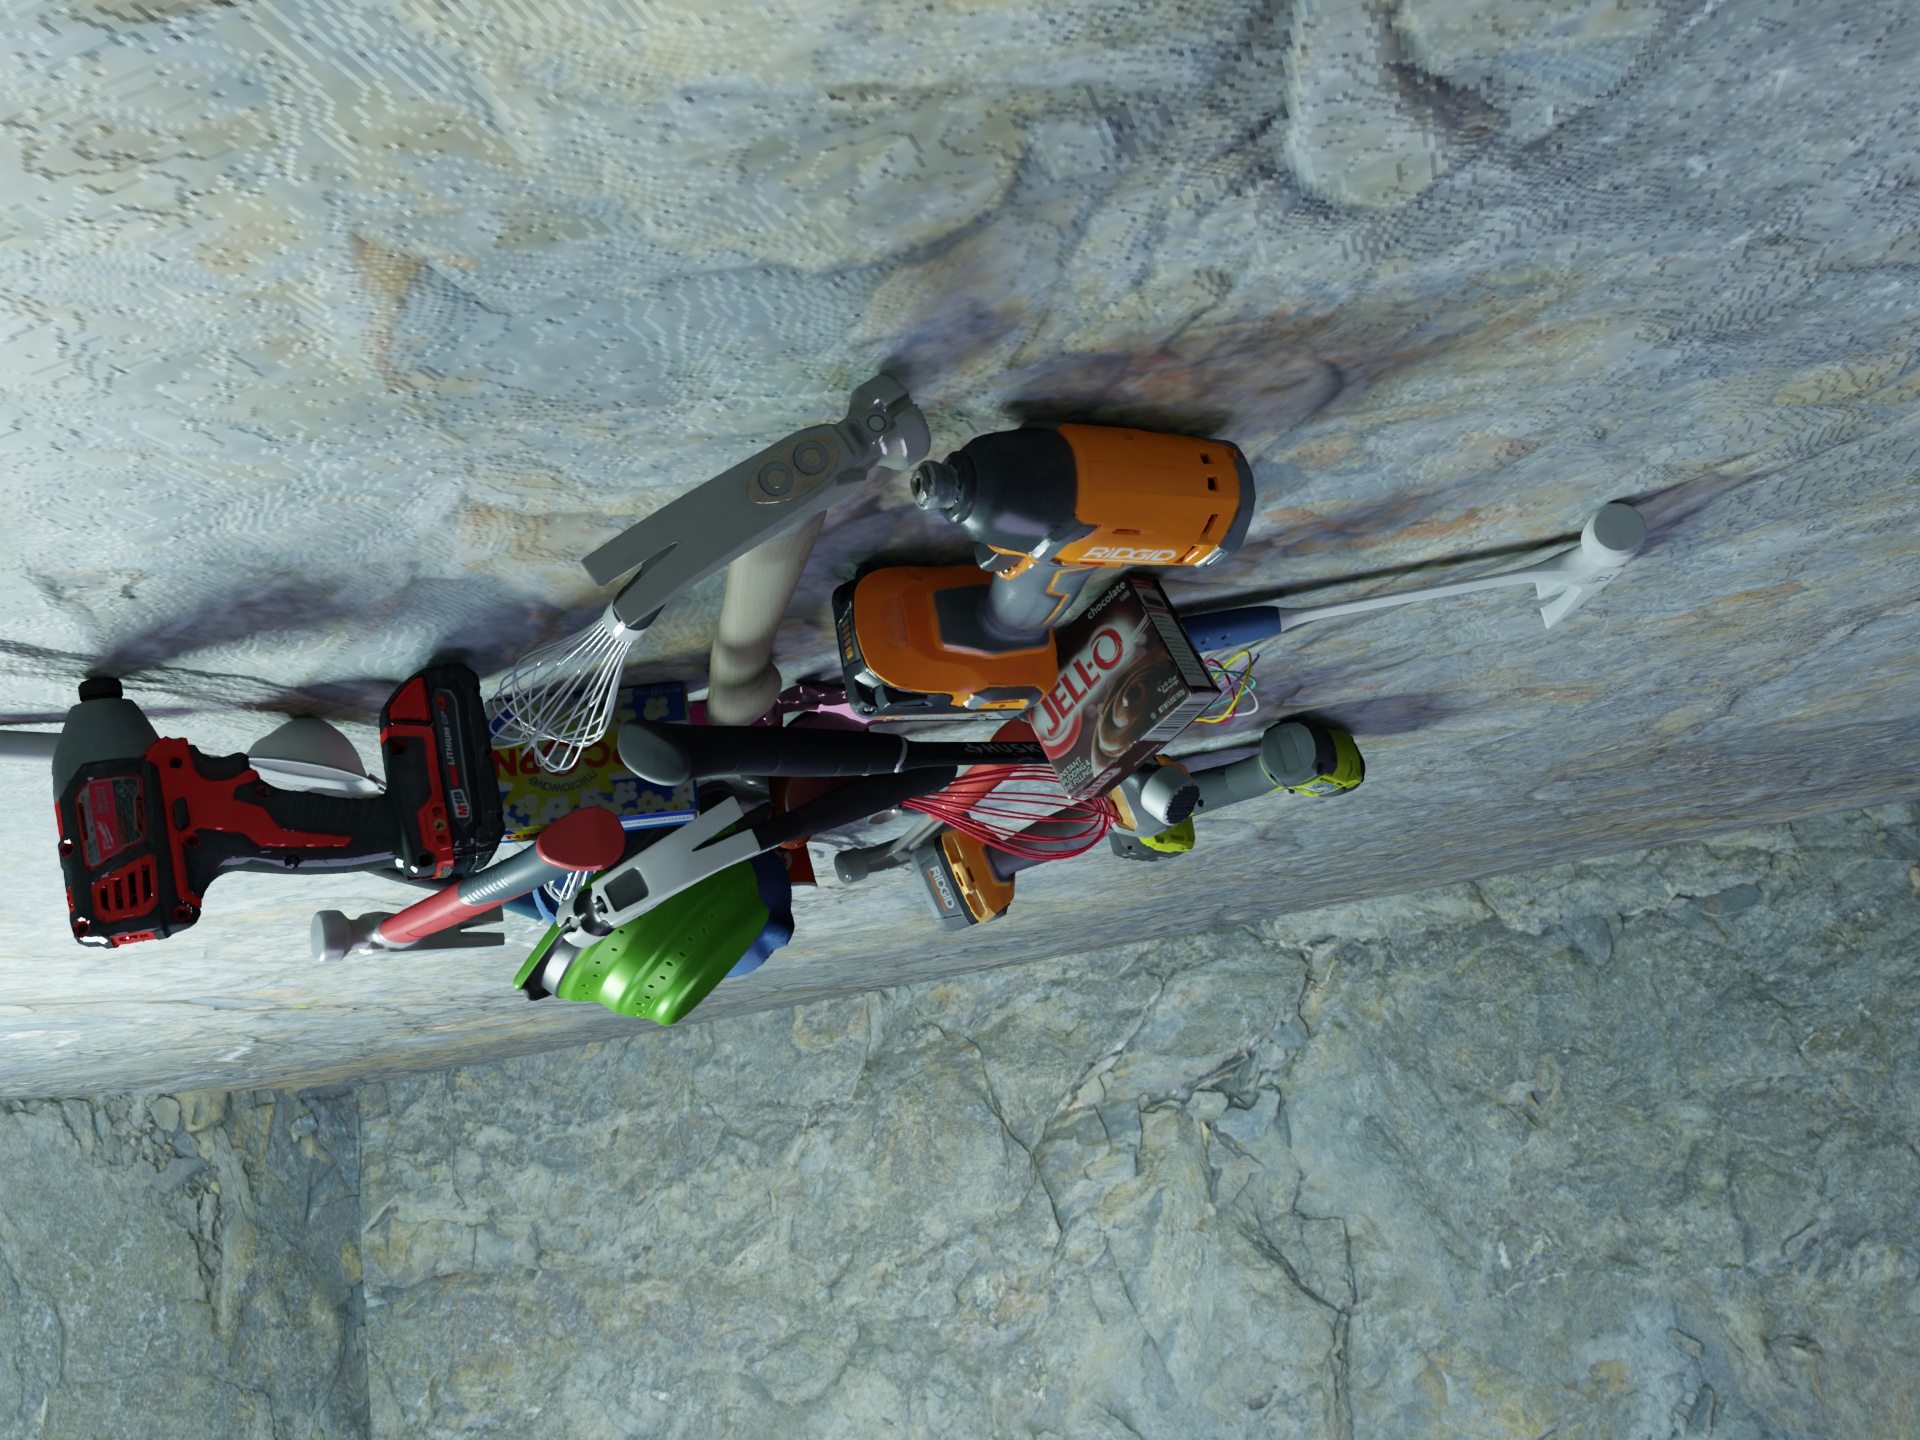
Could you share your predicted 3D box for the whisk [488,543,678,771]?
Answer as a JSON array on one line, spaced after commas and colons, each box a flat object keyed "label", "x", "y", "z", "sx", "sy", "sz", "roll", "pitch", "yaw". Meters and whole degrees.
[{"label": "whisk", "x": -0.188, "y": -0.041, "z": 0.840, "sx": 0.070, "sy": 0.070, "sz": 0.284, "roll": 1, "pitch": 158, "yaw": -33}]

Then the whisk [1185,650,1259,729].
[{"label": "whisk", "x": 0.173, "y": -0.005, "z": 1.217, "sx": 0.051, "sy": 0.047, "sz": 0.245, "roll": -7, "pitch": 169, "yaw": -13}]

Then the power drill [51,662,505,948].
[{"label": "power drill", "x": -0.373, "y": 0.035, "z": 0.873, "sx": 0.219, "sy": 0.143, "sz": 0.078, "roll": -9, "pitch": 171, "yaw": -24}]

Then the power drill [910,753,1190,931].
[{"label": "power drill", "x": 0.087, "y": 0.091, "z": 1.326, "sx": 0.226, "sy": 0.084, "sz": 0.185, "roll": -25, "pitch": 176, "yaw": 12}]

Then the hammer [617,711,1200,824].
[{"label": "hammer", "x": -0.027, "y": 0.016, "z": 0.965, "sx": 0.408, "sy": 0.149, "sz": 0.036, "roll": 2, "pitch": 118, "yaw": -46}]

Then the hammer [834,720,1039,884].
[{"label": "hammer", "x": 0.004, "y": 0.067, "z": 1.377, "sx": 0.149, "sy": 0.037, "sz": 0.359, "roll": -17, "pitch": 167, "yaw": -25}]

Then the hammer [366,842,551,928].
[{"label": "hammer", "x": -0.412, "y": 0.123, "z": 1.262, "sx": 0.033, "sy": 0.128, "sz": 0.330, "roll": -47, "pitch": 147, "yaw": 6}]

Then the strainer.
[{"label": "strainer", "x": -0.456, "y": 0.018, "z": 0.934, "sx": 0.258, "sy": 0.050, "sz": 0.087, "roll": 4, "pitch": 168, "yaw": -24}]

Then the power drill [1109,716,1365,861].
[{"label": "power drill", "x": 0.254, "y": 0.063, "z": 1.463, "sx": 0.223, "sy": 0.080, "sz": 0.171, "roll": -20, "pitch": 162, "yaw": 27}]

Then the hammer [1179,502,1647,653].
[{"label": "hammer", "x": 0.215, "y": -0.064, "z": 1.022, "sx": 0.405, "sy": 0.035, "sz": 0.144, "roll": -10, "pitch": 165, "yaw": 5}]

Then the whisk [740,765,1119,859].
[{"label": "whisk", "x": -0.026, "y": 0.059, "z": 1.216, "sx": 0.296, "sy": 0.073, "sz": 0.073, "roll": 7, "pitch": 168, "yaw": 9}]

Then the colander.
[{"label": "colander", "x": -0.183, "y": 0.135, "z": 1.206, "sx": 0.204, "sy": 0.094, "sz": 0.397, "roll": -51, "pitch": 174, "yaw": 16}]

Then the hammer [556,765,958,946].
[{"label": "hammer", "x": -0.101, "y": 0.064, "z": 1.046, "sx": 0.146, "sy": 0.035, "sz": 0.334, "roll": -31, "pitch": 173, "yaw": 34}]

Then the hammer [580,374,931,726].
[{"label": "hammer", "x": -0.115, "y": -0.046, "z": 0.808, "sx": 0.146, "sy": 0.038, "sz": 0.410, "roll": -34, "pitch": 176, "yaw": -16}]

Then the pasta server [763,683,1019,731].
[{"label": "pasta server", "x": -0.002, "y": -0.004, "z": 1.123, "sx": 0.316, "sy": 0.040, "sz": 0.060, "roll": -2, "pitch": 122, "yaw": -33}]

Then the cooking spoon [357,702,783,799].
[{"label": "cooking spoon", "x": -0.268, "y": 0.034, "z": 1.045, "sx": 0.319, "sy": 0.017, "sz": 0.068, "roll": -12, "pitch": 143, "yaw": -20}]

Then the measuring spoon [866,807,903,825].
[{"label": "measuring spoon", "x": -0.084, "y": 0.067, "z": 1.405, "sx": 0.034, "sy": 0.018, "sz": 0.124, "roll": -22, "pitch": 156, "yaw": 10}]

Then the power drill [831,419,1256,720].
[{"label": "power drill", "x": 0.017, "y": -0.073, "z": 0.788, "sx": 0.164, "sy": 0.084, "sz": 0.226, "roll": 0, "pitch": 159, "yaw": -29}]

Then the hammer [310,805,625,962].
[{"label": "hammer", "x": -0.305, "y": 0.114, "z": 1.059, "sx": 0.143, "sy": 0.038, "sz": 0.386, "roll": 1, "pitch": 165, "yaw": -38}]

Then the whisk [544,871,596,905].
[{"label": "whisk", "x": -0.268, "y": 0.078, "z": 1.168, "sx": 0.058, "sy": 0.059, "sz": 0.246, "roll": 24, "pitch": 140, "yaw": -5}]
